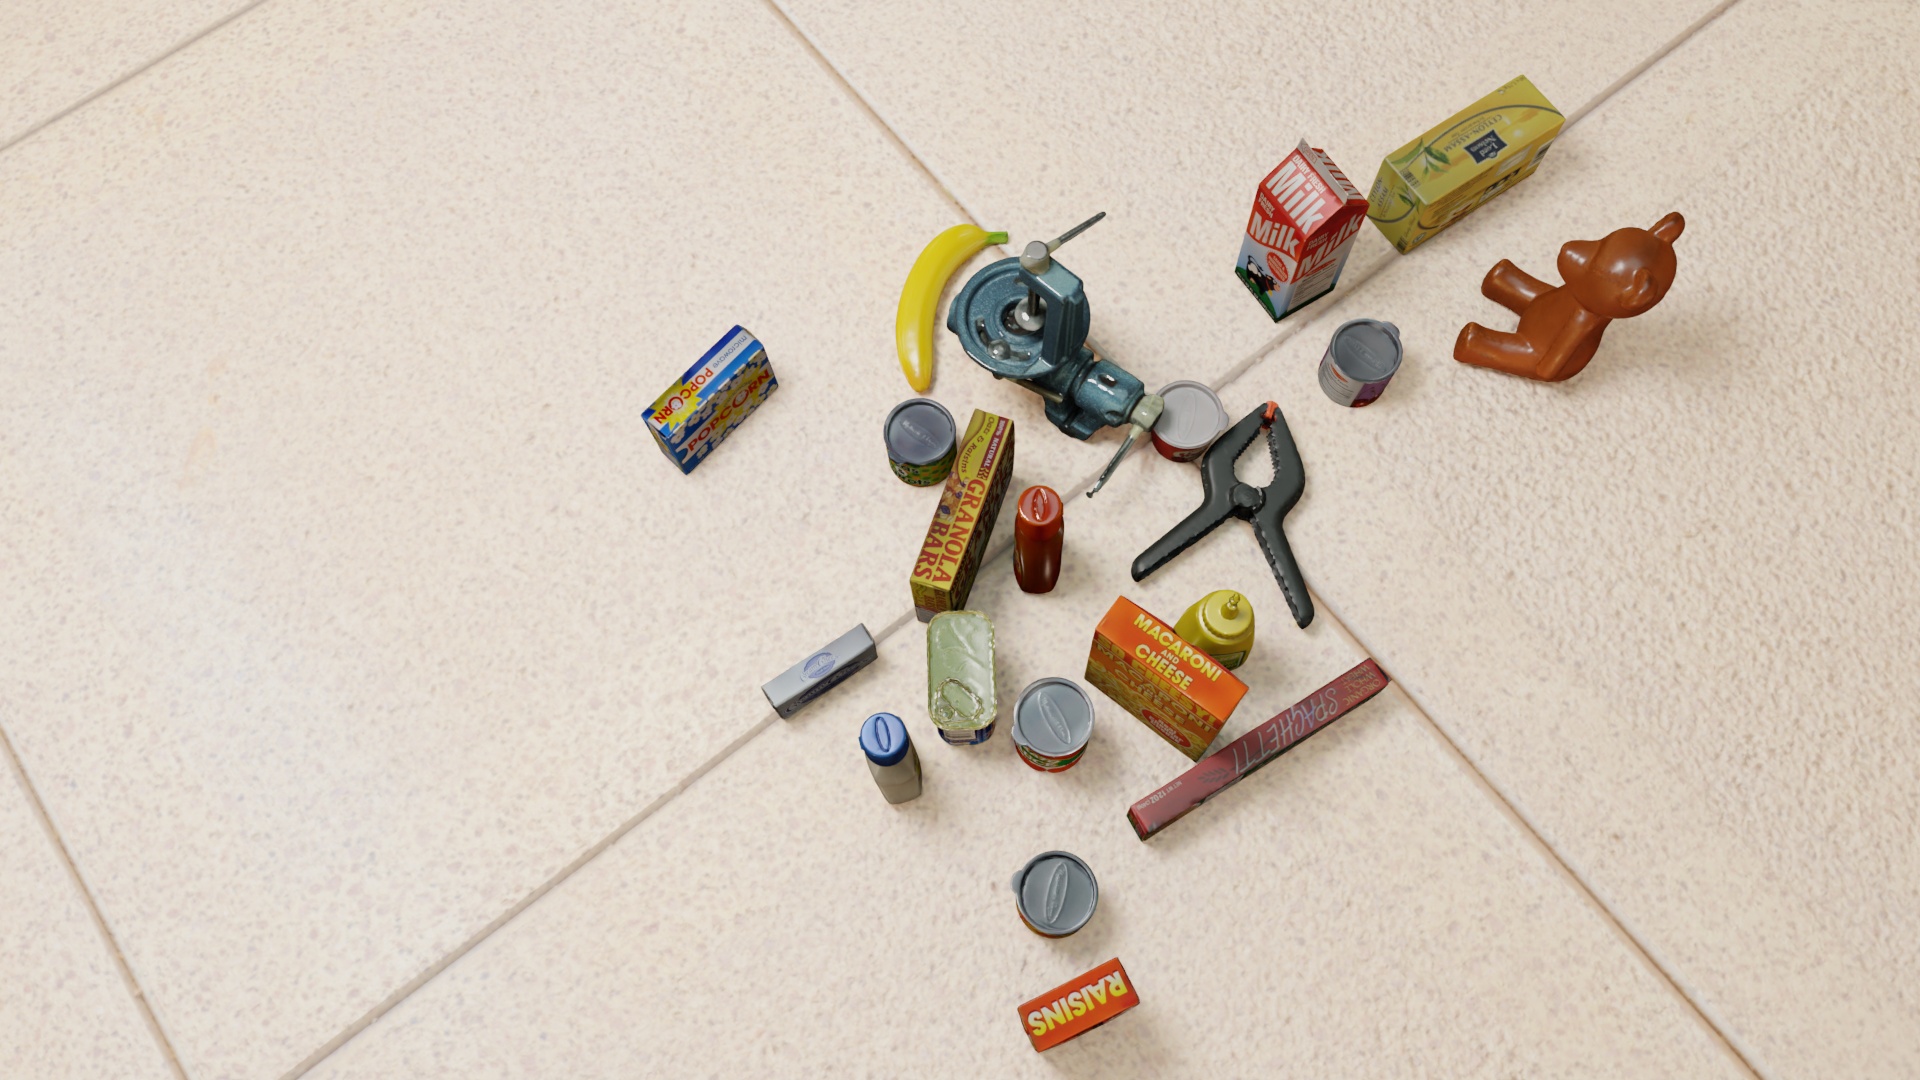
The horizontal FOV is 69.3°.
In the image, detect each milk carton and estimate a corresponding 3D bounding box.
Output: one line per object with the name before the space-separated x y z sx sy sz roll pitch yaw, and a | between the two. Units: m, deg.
milk carton | 0.313 -0.287 1.272 0.073 0.190 0.072 -30 72 -9

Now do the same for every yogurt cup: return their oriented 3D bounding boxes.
yogurt cup | 0.206 -0.107 1.281 0.072 0.053 0.072 -1 70 2

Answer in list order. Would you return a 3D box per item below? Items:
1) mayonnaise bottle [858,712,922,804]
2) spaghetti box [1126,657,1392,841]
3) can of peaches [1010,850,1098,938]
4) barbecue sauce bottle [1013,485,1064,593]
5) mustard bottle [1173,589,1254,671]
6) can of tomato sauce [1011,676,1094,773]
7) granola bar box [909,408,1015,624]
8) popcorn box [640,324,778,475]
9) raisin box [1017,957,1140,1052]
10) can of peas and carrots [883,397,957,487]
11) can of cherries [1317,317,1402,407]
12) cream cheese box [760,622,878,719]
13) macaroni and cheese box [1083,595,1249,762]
mayonnaise bottle | -0.057 0.174 1.135 0.041 0.147 0.065 -14 70 -3
spaghetti box | 0.252 0.177 1.178 0.250 0.050 0.029 -30 72 -9
can of peaches | 0.076 0.290 1.137 0.071 0.058 0.071 -1 70 2
barbecue sauce bottle | 0.067 -0.004 1.197 0.044 0.148 0.065 0 70 2
mustard bottle | 0.214 0.074 1.158 0.065 0.159 0.049 -7 70 -1
can of tomato sauce | 0.076 0.159 1.172 0.071 0.083 0.071 -1 70 2
granola bar box | 0.004 -0.015 1.216 0.039 0.123 0.166 18 71 8
popcorn box | -0.230 -0.130 1.286 0.038 0.085 0.127 40 76 14
raisin box | 0.089 0.361 1.075 0.086 0.123 0.040 -24 71 -7
can of peas and carrots | -0.037 -0.087 1.279 0.071 0.058 0.071 -1 70 2
can of cherries | 0.374 -0.166 1.296 0.071 0.058 0.072 -1 70 2
cream cheese box | -0.121 0.115 1.209 0.104 0.053 0.024 -32 73 -10
macaroni and cheese box | 0.165 0.116 1.141 0.124 0.166 0.040 36 75 13
